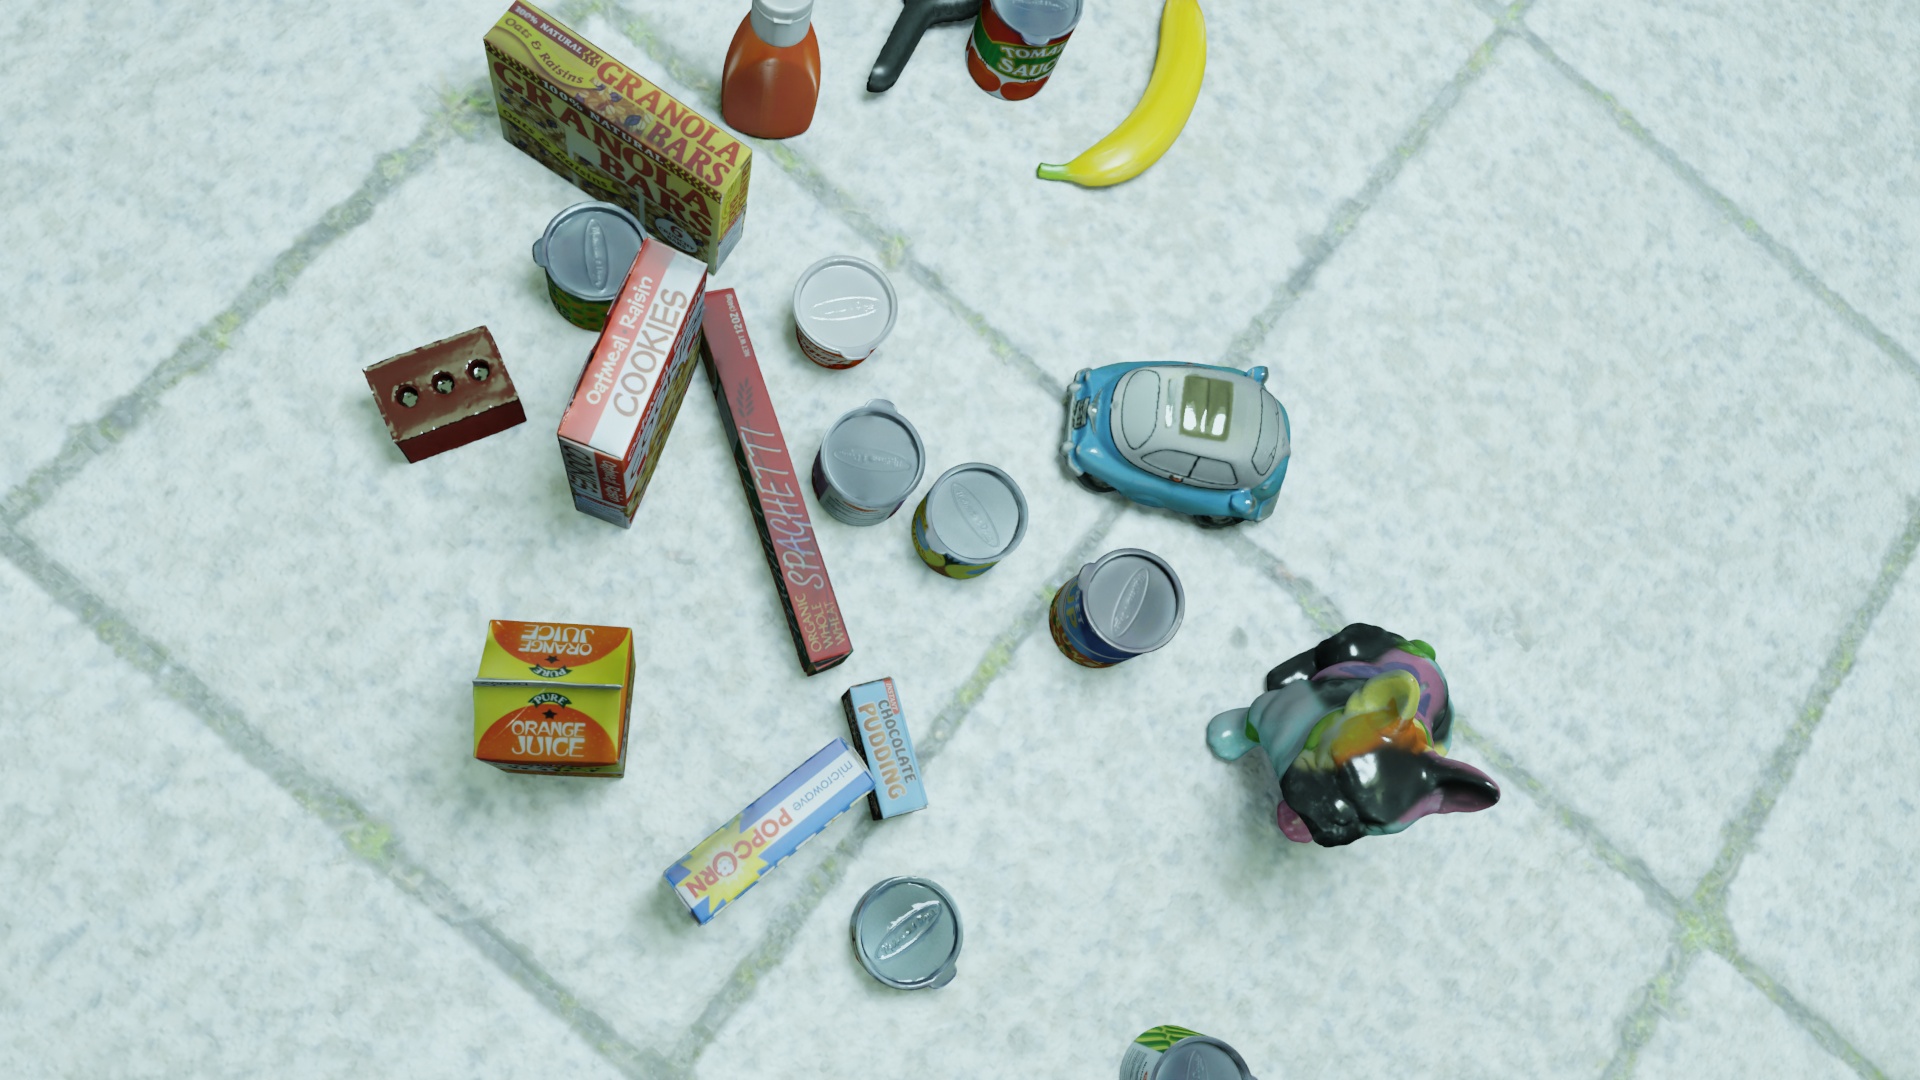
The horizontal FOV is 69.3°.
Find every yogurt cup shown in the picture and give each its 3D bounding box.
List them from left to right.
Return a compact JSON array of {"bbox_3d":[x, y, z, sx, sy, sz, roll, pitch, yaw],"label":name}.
[{"bbox_3d":[-0.078,-0.146,0.912,0.072,0.053,0.072,3,77,-12],"label":"yogurt cup"}]

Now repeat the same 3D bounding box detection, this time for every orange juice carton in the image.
[{"bbox_3d":[-0.217,0.088,0.755,0.072,0.192,0.073,5,77,-11],"label":"orange juice carton"}]

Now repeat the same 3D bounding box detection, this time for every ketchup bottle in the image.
[{"bbox_3d":[-0.119,-0.312,0.892,0.065,0.148,0.043,2,77,-12],"label":"ketchup bottle"}]

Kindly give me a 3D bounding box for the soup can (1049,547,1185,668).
[{"bbox_3d":[0.096,0.044,0.890,0.071,0.083,0.071,3,77,-12],"label":"soup can"}]

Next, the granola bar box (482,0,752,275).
[{"bbox_3d":[-0.211,-0.249,0.870,0.165,0.124,0.039,33,73,-3],"label":"granola bar box"}]

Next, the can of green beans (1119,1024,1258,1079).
[{"bbox_3d":[0.137,0.333,0.846,0.071,0.057,0.071,3,77,-12],"label":"can of green beans"}]

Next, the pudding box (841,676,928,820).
[{"bbox_3d":[-0.047,0.129,0.857,0.030,0.049,0.084,-13,81,-15],"label":"pudding box"}]

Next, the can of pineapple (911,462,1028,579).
[{"bbox_3d":[0.003,-0.011,0.896,0.071,0.057,0.071,3,77,-12],"label":"can of pineapple"}]

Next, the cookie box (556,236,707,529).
[{"bbox_3d":[-0.191,-0.086,0.814,0.040,0.167,0.123,21,74,-7],"label":"cookie box"}]

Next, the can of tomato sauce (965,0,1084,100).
[{"bbox_3d":[0.044,-0.356,0.971,0.071,0.083,0.071,3,77,-12],"label":"can of tomato sauce"}]

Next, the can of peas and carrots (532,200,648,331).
[{"bbox_3d":[-0.232,-0.172,0.881,0.071,0.058,0.071,3,77,-12],"label":"can of peas and carrots"}]

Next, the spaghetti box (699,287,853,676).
[{"bbox_3d":[-0.121,-0.037,0.879,0.029,0.050,0.250,-17,81,-15],"label":"spaghetti box"}]

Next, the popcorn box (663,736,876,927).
[{"bbox_3d":[-0.113,0.170,0.815,0.127,0.085,0.038,-37,87,-17],"label":"popcorn box"}]

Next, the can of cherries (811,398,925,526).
[{"bbox_3d":[-0.059,-0.049,0.891,0.071,0.058,0.071,3,77,-12],"label":"can of cherries"}]

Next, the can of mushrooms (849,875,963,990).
[{"bbox_3d":[-0.032,0.239,0.843,0.071,0.033,0.071,3,77,-12],"label":"can of mushrooms"}]
